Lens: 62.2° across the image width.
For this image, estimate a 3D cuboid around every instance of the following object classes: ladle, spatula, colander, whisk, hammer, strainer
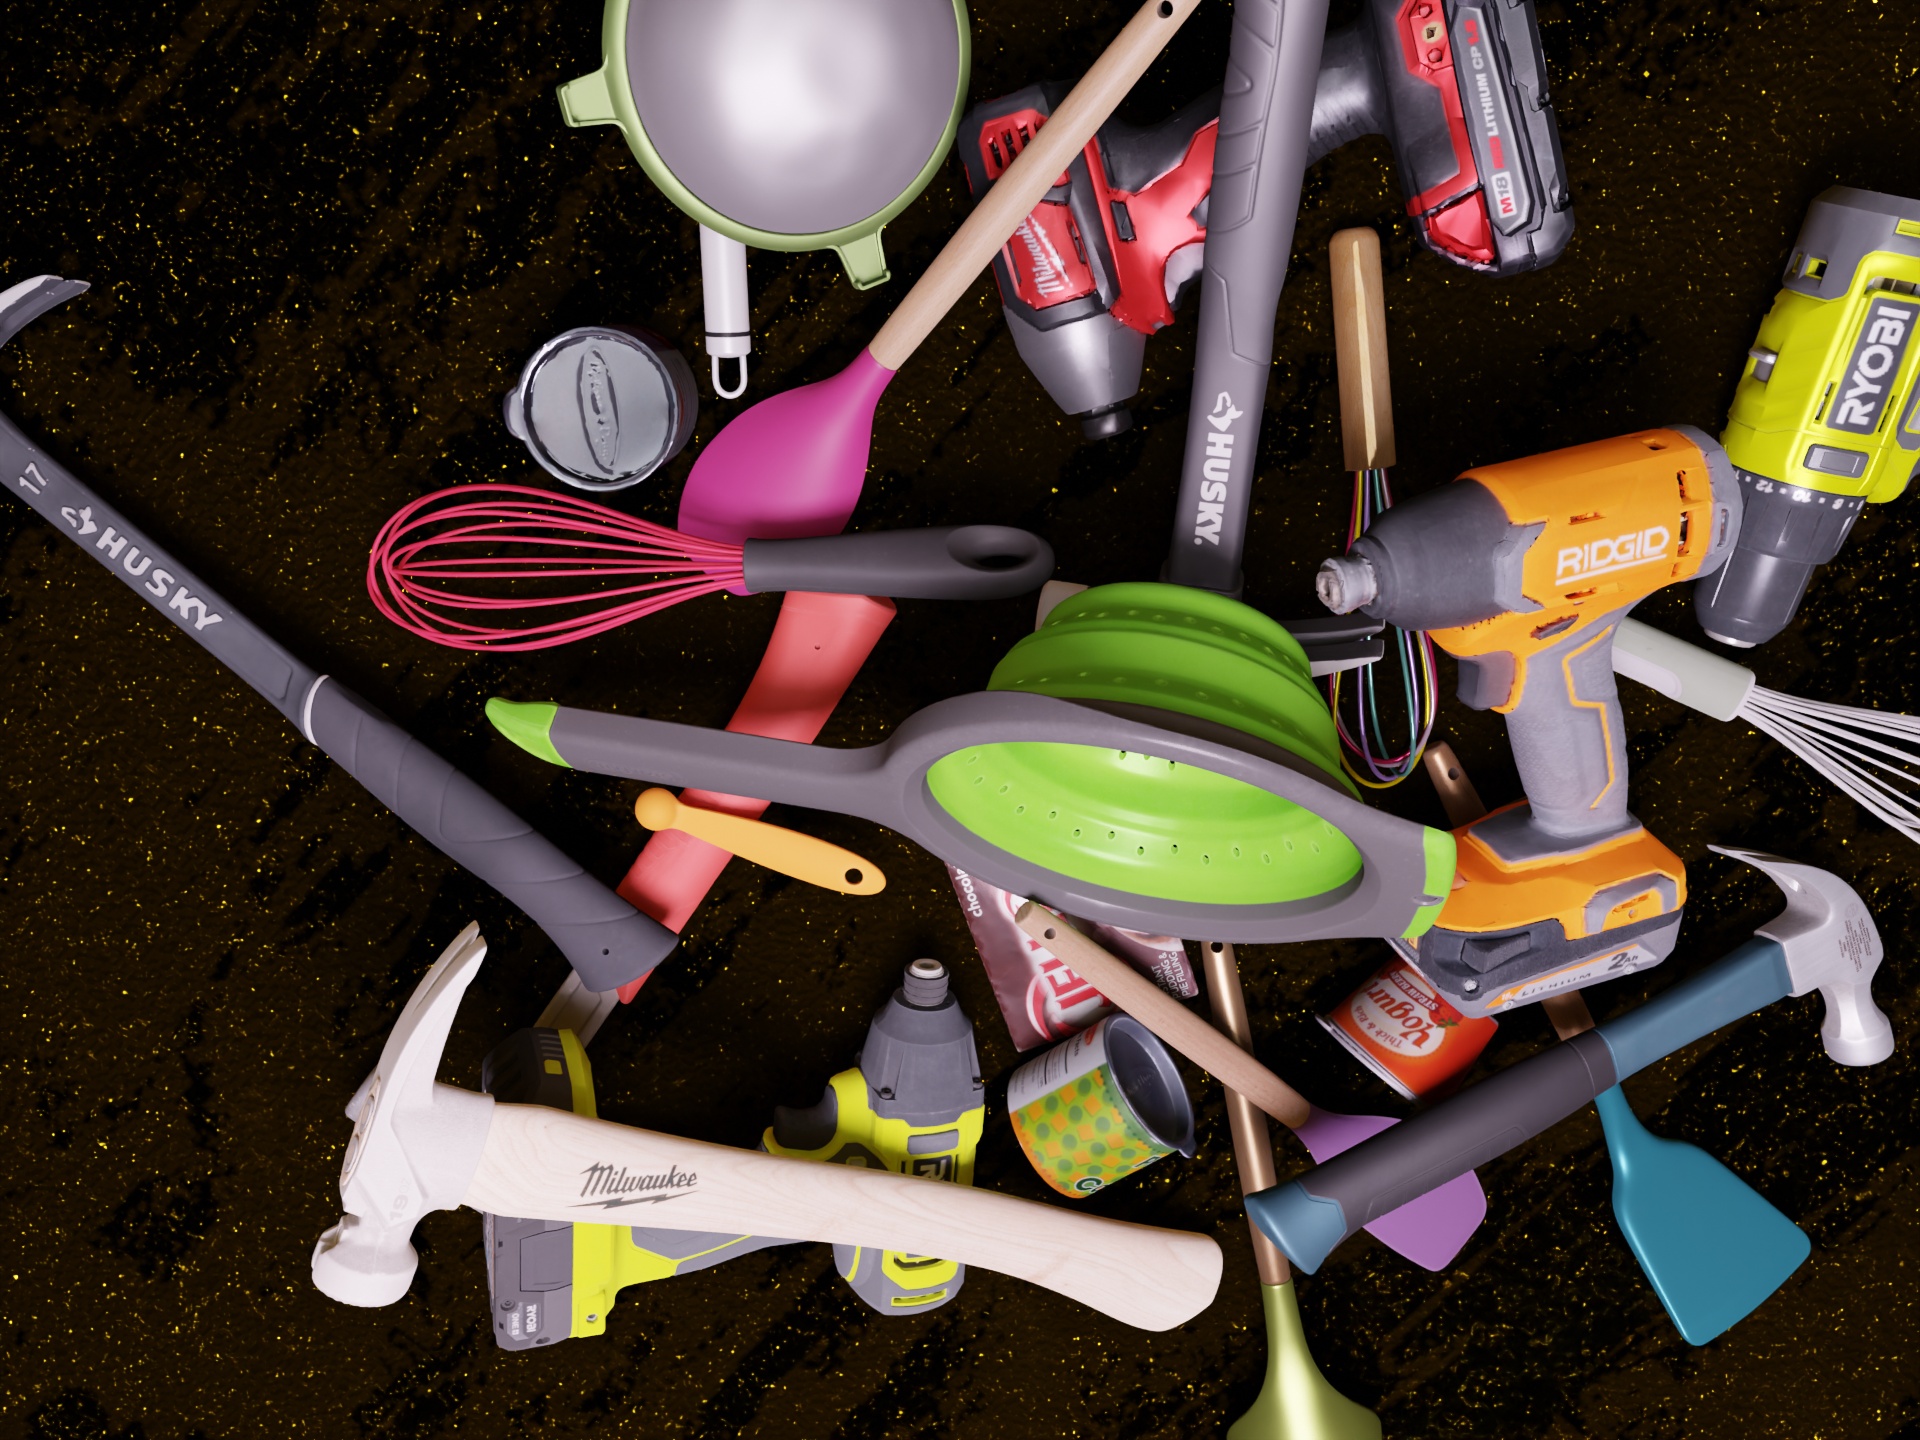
[{"bbox_3d":[0.151,0.245,0.788,0.078,0.062,0.320,-10,98,8],"label":"ladle"},{"bbox_3d":[0.143,0.170,0.744,0.315,0.018,0.060,37,90,-22],"label":"spatula"},{"bbox_3d":[-0.001,-0.002,0.648,0.397,0.204,0.095,9,66,14],"label":"colander"},{"bbox_3d":[0.178,-0.088,0.693,0.047,0.051,0.245,-6,102,7],"label":"whisk"},{"bbox_3d":[0.299,0.146,0.754,0.082,0.044,0.317,-33,102,-11],"label":"spatula"},{"bbox_3d":[-0.049,0.202,0.689,0.410,0.038,0.146,19,94,-27],"label":"hammer"},{"bbox_3d":[-0.135,0.090,0.741,0.149,0.037,0.359,34,103,-9],"label":"hammer"},{"bbox_3d":[-0.030,-0.298,0.597,0.151,0.069,0.256,23,103,-30],"label":"strainer"},{"bbox_3d":[-0.099,-0.262,0.647,0.087,0.050,0.258,-5,109,-14],"label":"strainer"},{"bbox_3d":[0.109,-0.151,0.593,0.146,0.035,0.334,9,130,9],"label":"hammer"},{"bbox_3d":[0.277,0.159,0.715,0.331,0.033,0.128,-23,104,-13],"label":"hammer"},{"bbox_3d":[-0.108,-0.064,0.672,0.296,0.073,0.073,0,105,6],"label":"whisk"},{"bbox_3d":[-0.290,-0.022,0.692,0.409,0.036,0.149,39,100,-4],"label":"hammer"},{"bbox_3d":[0.344,-0.006,0.690,0.246,0.057,0.059,26,70,10],"label":"whisk"}]

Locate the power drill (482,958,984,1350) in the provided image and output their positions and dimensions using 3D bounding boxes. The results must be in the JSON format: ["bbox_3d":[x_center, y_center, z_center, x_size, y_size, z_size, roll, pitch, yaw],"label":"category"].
[{"bbox_3d":[-0.100,0.196,0.726,0.223,0.080,0.171,-2,107,-21],"label":"power drill"}]

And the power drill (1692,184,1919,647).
[{"bbox_3d":[0.437,-0.108,0.671,0.228,0.080,0.190,10,113,0],"label":"power drill"}]

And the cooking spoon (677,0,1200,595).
[{"bbox_3d":[-0.016,-0.165,0.638,0.068,0.017,0.319,42,119,-6],"label":"cooking spoon"}]

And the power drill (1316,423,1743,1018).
[{"bbox_3d":[0.221,0.004,0.645,0.164,0.084,0.226,-13,117,-12],"label":"power drill"}]

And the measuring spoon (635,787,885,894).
[{"bbox_3d":[-0.089,0.056,0.706,0.117,0.011,0.021,19,105,-5],"label":"measuring spoon"}]

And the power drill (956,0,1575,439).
[{"bbox_3d":[0.117,-0.202,0.630,0.219,0.078,0.143,-12,104,18],"label":"power drill"}]
